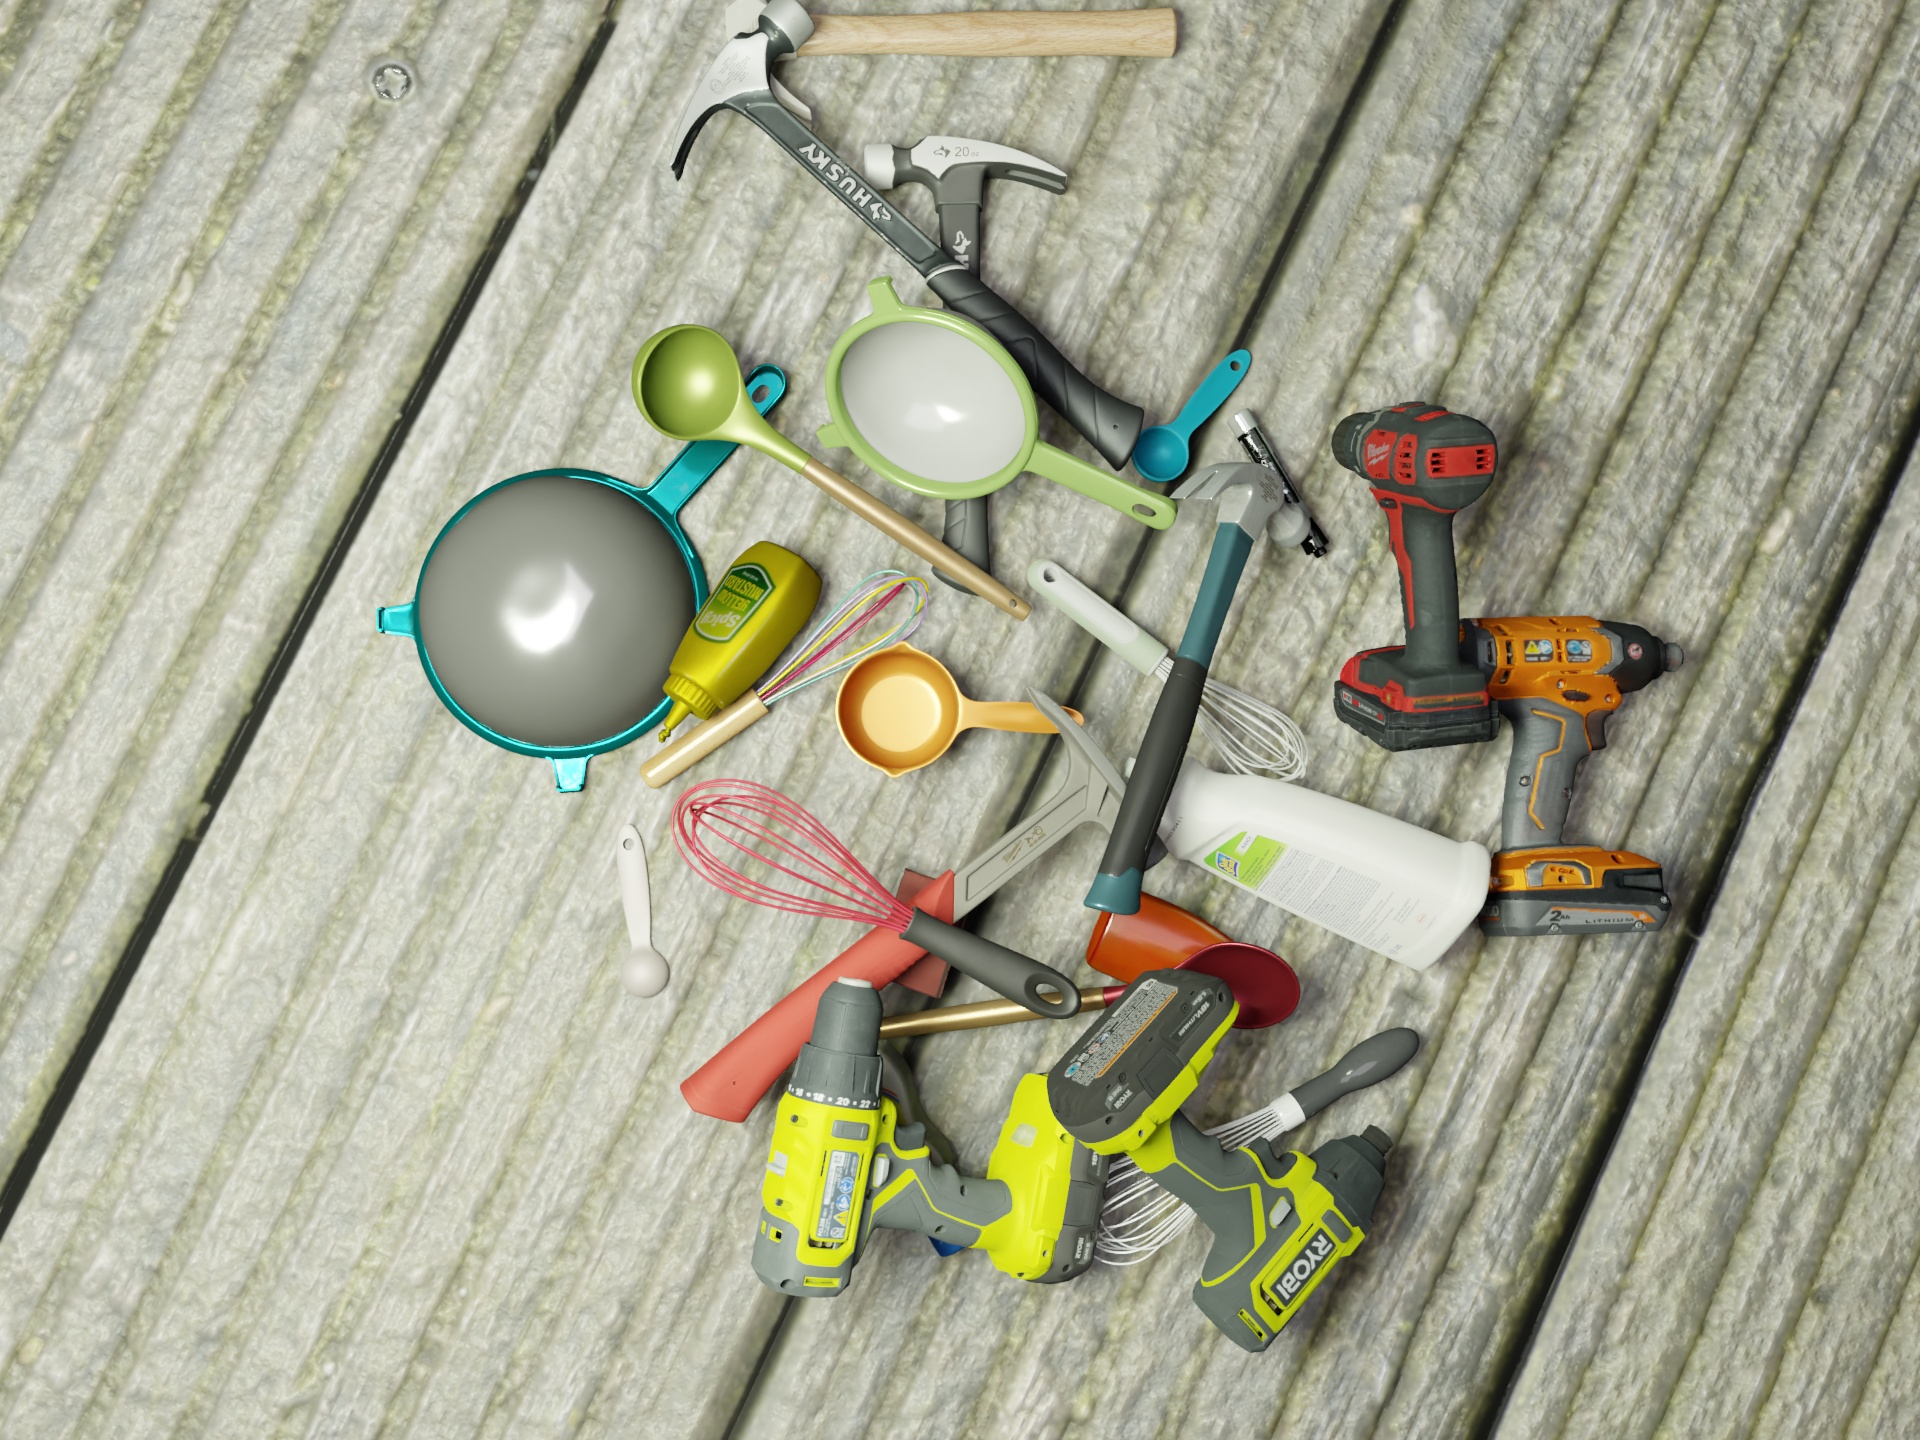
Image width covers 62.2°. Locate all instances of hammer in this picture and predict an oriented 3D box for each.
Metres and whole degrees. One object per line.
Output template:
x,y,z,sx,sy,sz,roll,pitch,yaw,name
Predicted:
-0.041,0.137,1.069,0.359,0.036,0.149,-37,89,-6,hammer
-0.006,-0.503,1.171,0.331,0.031,0.130,-1,86,-2,hammer
0.152,-0.024,1.066,0.033,0.128,0.331,8,72,42,hammer
0.007,-0.256,1.153,0.146,0.035,0.335,-1,86,-1,hammer
-0.028,-0.324,1.122,0.409,0.036,0.149,43,88,2,hammer

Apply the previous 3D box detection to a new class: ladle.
-0.084,-0.162,1.094,0.320,0.062,0.078,34,89,-5,ladle
0.075,0.197,1.102,0.315,0.031,0.069,-9,110,10,ladle

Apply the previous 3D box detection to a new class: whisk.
0.147,-0.037,1.137,0.246,0.059,0.058,38,74,6,whisk
-0.126,-0.030,1.130,0.245,0.047,0.051,-35,89,-1,whisk
0.202,0.291,1.114,0.284,0.070,0.070,-28,87,-9,whisk
-0.051,0.121,1.025,0.295,0.073,0.073,28,86,-8,whisk

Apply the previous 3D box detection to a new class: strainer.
0.036,-0.207,1.084,0.256,0.151,0.069,25,50,-3,strainer
-0.242,-0.127,1.105,0.211,0.095,0.340,42,87,1,strainer

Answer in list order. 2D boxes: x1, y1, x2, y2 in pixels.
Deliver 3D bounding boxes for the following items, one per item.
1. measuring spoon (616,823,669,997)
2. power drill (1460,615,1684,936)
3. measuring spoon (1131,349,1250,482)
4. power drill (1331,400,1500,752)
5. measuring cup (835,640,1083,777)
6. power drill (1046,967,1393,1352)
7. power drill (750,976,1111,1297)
-0.230,0.135,1.126,0.034,0.018,0.124,-8,86,-2,measuring spoon
0.437,0.037,1.126,0.164,0.084,0.226,-2,82,-3,power drill
0.171,-0.223,1.168,0.042,0.021,0.128,40,77,2,measuring spoon
0.305,-0.107,1.102,0.080,0.188,0.226,-6,105,-7,power drill
-0.002,-0.004,1.127,0.173,0.052,0.095,4,86,-4,measuring cup
0.177,0.276,1.044,0.171,0.080,0.223,-44,103,-16,power drill
-0.016,0.275,1.035,0.228,0.080,0.190,15,81,-29,power drill
